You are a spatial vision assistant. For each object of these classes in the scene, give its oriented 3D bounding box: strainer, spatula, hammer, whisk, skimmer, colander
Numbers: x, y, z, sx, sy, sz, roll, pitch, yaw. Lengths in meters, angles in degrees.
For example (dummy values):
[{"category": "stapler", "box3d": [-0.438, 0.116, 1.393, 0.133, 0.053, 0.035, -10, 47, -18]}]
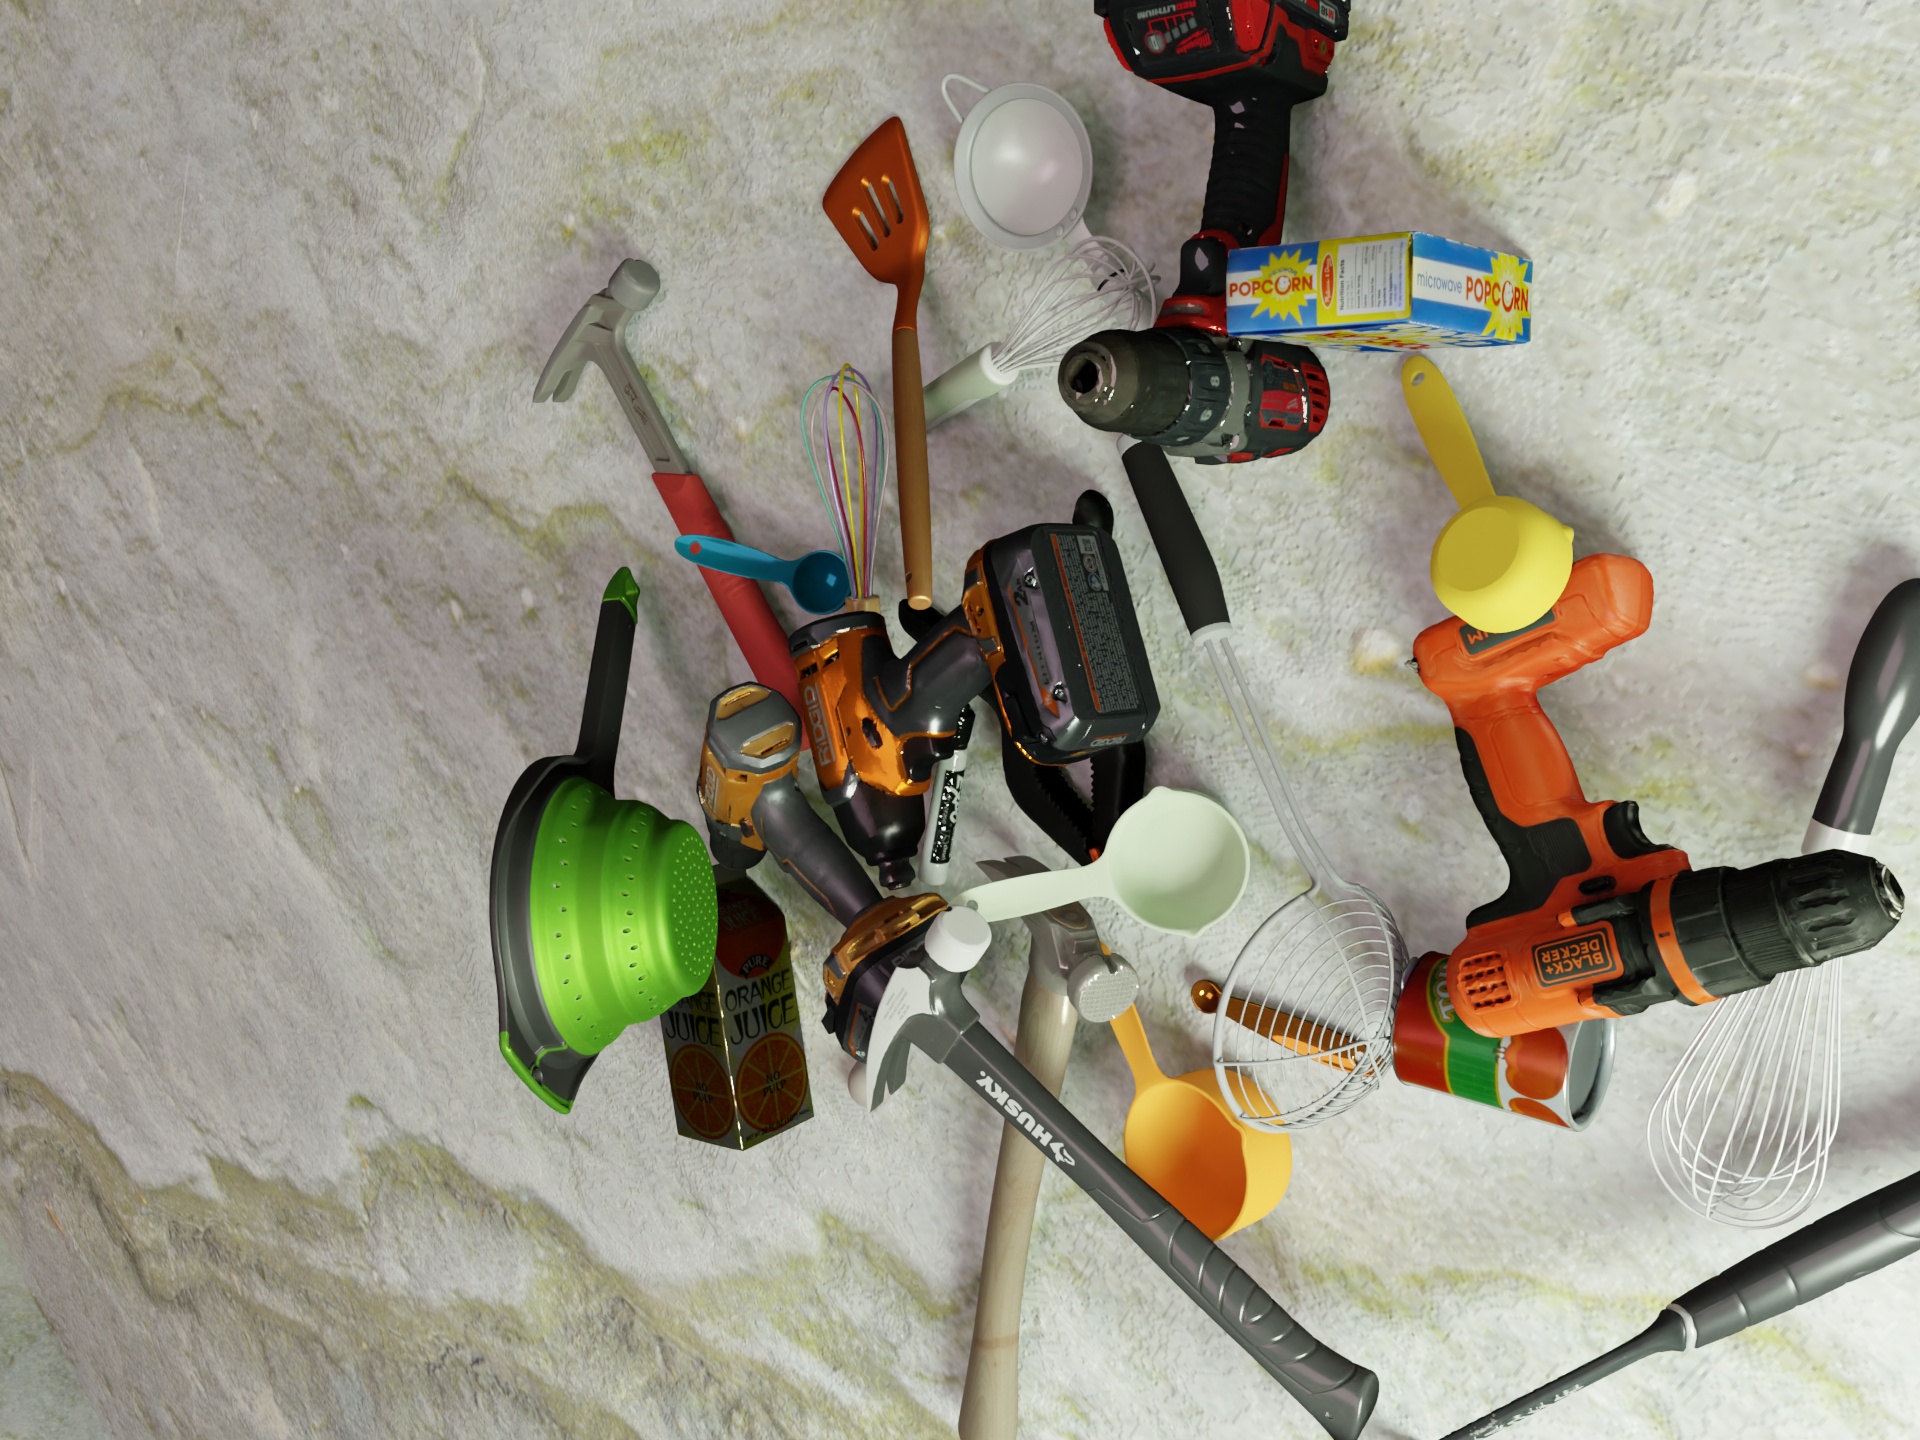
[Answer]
[{"category": "strainer", "box3d": [0.074, -0.240, 0.840, 0.087, 0.050, 0.258, -41, 78, 40]}, {"category": "spatula", "box3d": [-0.038, -0.201, 0.896, 0.081, 0.041, 0.323, -35, 48, 41]}, {"category": "hammer", "box3d": [0.031, 0.284, 0.980, 0.146, 0.038, 0.410, -133, 44, -55]}, {"category": "whisk", "box3d": [-0.065, -0.097, 0.988, 0.047, 0.051, 0.245, -146, 49, -65]}, {"category": "skimmer", "box3d": [0.133, 0.023, 0.816, 0.090, 0.127, 0.363, -43, 59, 50]}, {"category": "hammer", "box3d": [0.307, 0.278, 0.705, 0.409, 0.149, 0.036, -44, 49, 29]}, {"category": "hammer", "box3d": [-0.186, -0.134, 1.100, 0.149, 0.036, 0.359, -41, 71, 40]}, {"category": "hammer", "box3d": [0.083, 0.255, 0.848, 0.335, 0.035, 0.146, 41, 128, 15]}, {"category": "whisk", "box3d": [0.026, -0.195, 0.861, 0.246, 0.058, 0.059, -16, 105, 59]}, {"category": "colander", "box3d": [-0.211, 0.054, 1.050, 0.094, 0.204, 0.398, -5, 54, 8]}, {"category": "whisk", "box3d": [0.348, 0.080, 0.653, 0.070, 0.070, 0.284, 21, 107, 37]}]

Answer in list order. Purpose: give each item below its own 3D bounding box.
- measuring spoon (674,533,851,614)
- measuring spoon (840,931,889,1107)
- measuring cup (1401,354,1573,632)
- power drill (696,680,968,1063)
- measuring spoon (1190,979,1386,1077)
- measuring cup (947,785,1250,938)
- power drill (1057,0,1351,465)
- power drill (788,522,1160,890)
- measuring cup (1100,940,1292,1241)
[{"category": "measuring spoon", "box3d": [-0.127, -0.100, 1.039, 0.129, 0.021, 0.042, 16, 90, 16]}, {"category": "measuring spoon", "box3d": [-0.072, 0.206, 1.083, 0.034, 0.018, 0.124, -5, 95, 43]}, {"category": "measuring cup", "box3d": [0.219, -0.109, 0.706, 0.062, 0.029, 0.157, -37, 51, 34]}, {"category": "power drill", "box3d": [-0.096, 0.106, 1.027, 0.226, 0.084, 0.185, 52, 152, 19]}, {"category": "measuring spoon", "box3d": [0.177, 0.165, 0.858, 0.117, 0.011, 0.021, 18, 112, 34]}, {"category": "measuring cup", "box3d": [0.075, 0.084, 0.866, 0.167, 0.038, 0.083, -14, 91, 14]}, {"category": "power drill", "box3d": [0.107, -0.230, 0.717, 0.080, 0.188, 0.226, 5, 99, 37]}, {"category": "power drill", "box3d": [-0.001, -0.003, 0.881, 0.226, 0.084, 0.164, -22, 78, 45]}, {"category": "measuring cup", "box3d": [0.123, 0.199, 0.887, 0.095, 0.052, 0.174, -43, 60, 41]}]
